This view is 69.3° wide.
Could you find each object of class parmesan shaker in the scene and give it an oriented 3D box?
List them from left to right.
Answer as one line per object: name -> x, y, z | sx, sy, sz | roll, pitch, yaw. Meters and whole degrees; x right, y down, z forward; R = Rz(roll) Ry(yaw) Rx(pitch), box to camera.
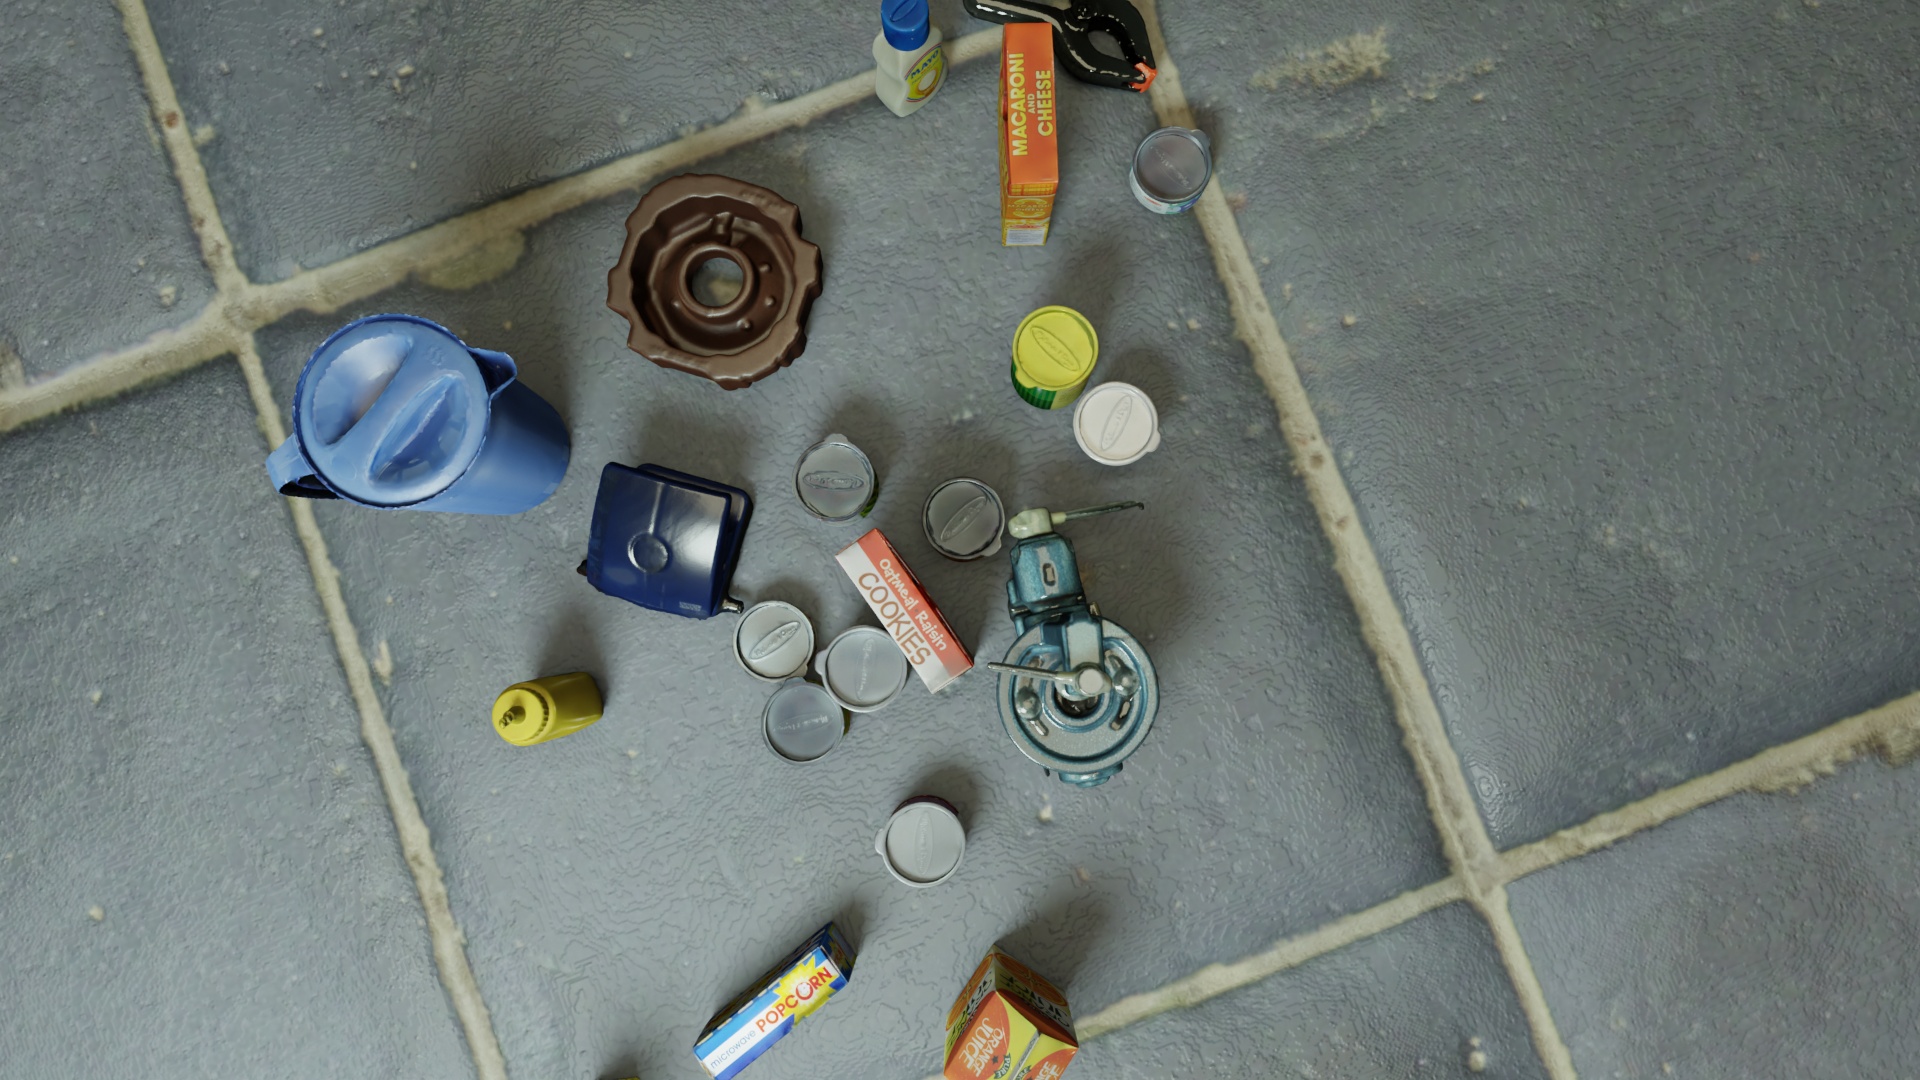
parmesan shaker -> 0.071, -0.142, 1.111 | 0.071, 0.103, 0.071 | 0, 86, 0

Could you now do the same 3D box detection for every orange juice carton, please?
orange juice carton -> 0.036, 0.369, 1.029 | 0.073, 0.192, 0.072 | 33, 87, 2

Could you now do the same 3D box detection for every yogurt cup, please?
yogurt cup -> 0.124, -0.092, 1.132 | 0.072, 0.054, 0.072 | 0, 86, 0

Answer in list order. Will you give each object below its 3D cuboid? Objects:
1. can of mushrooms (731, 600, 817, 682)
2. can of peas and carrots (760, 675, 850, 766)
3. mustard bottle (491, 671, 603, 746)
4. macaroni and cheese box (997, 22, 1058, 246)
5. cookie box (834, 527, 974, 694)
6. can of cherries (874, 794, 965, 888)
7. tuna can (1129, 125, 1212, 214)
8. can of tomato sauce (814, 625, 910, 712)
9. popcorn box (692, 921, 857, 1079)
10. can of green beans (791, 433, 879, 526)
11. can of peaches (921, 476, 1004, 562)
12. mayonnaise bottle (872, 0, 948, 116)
can of mushrooms -> -0.149, 0.084, 1.130 | 0.071, 0.033, 0.071 | 0, 86, 0
can of peas and carrots -> -0.124, 0.143, 1.113 | 0.071, 0.058, 0.071 | 0, 86, 0
mustard bottle -> -0.322, 0.130, 1.065 | 0.065, 0.160, 0.049 | -20, 87, -1
macaroni and cheese box -> 0.051, -0.313, 1.092 | 0.040, 0.166, 0.123 | -2, 86, 0
cookie box -> -0.039, 0.054, 1.065 | 0.040, 0.167, 0.123 | -36, 87, -2
can of cherries -> -0.031, 0.237, 1.106 | 0.071, 0.058, 0.071 | 0, 86, 0
tuna can -> 0.176, -0.310, 1.158 | 0.071, 0.033, 0.071 | 0, 86, 0
can of tomato sauce -> -0.076, 0.101, 1.104 | 0.071, 0.083, 0.071 | 0, 86, 0
popcorn box -> -0.143, 0.360, 1.084 | 0.127, 0.085, 0.038 | -39, 87, -2
can of green beans -> -0.100, -0.046, 1.128 | 0.071, 0.058, 0.071 | 0, 86, 0
can of peaches -> 0.004, -0.014, 1.125 | 0.071, 0.058, 0.071 | 0, 86, 0
mayonnaise bottle -> -0.041, -0.391, 1.107 | 0.065, 0.148, 0.041 | -44, 87, -2
